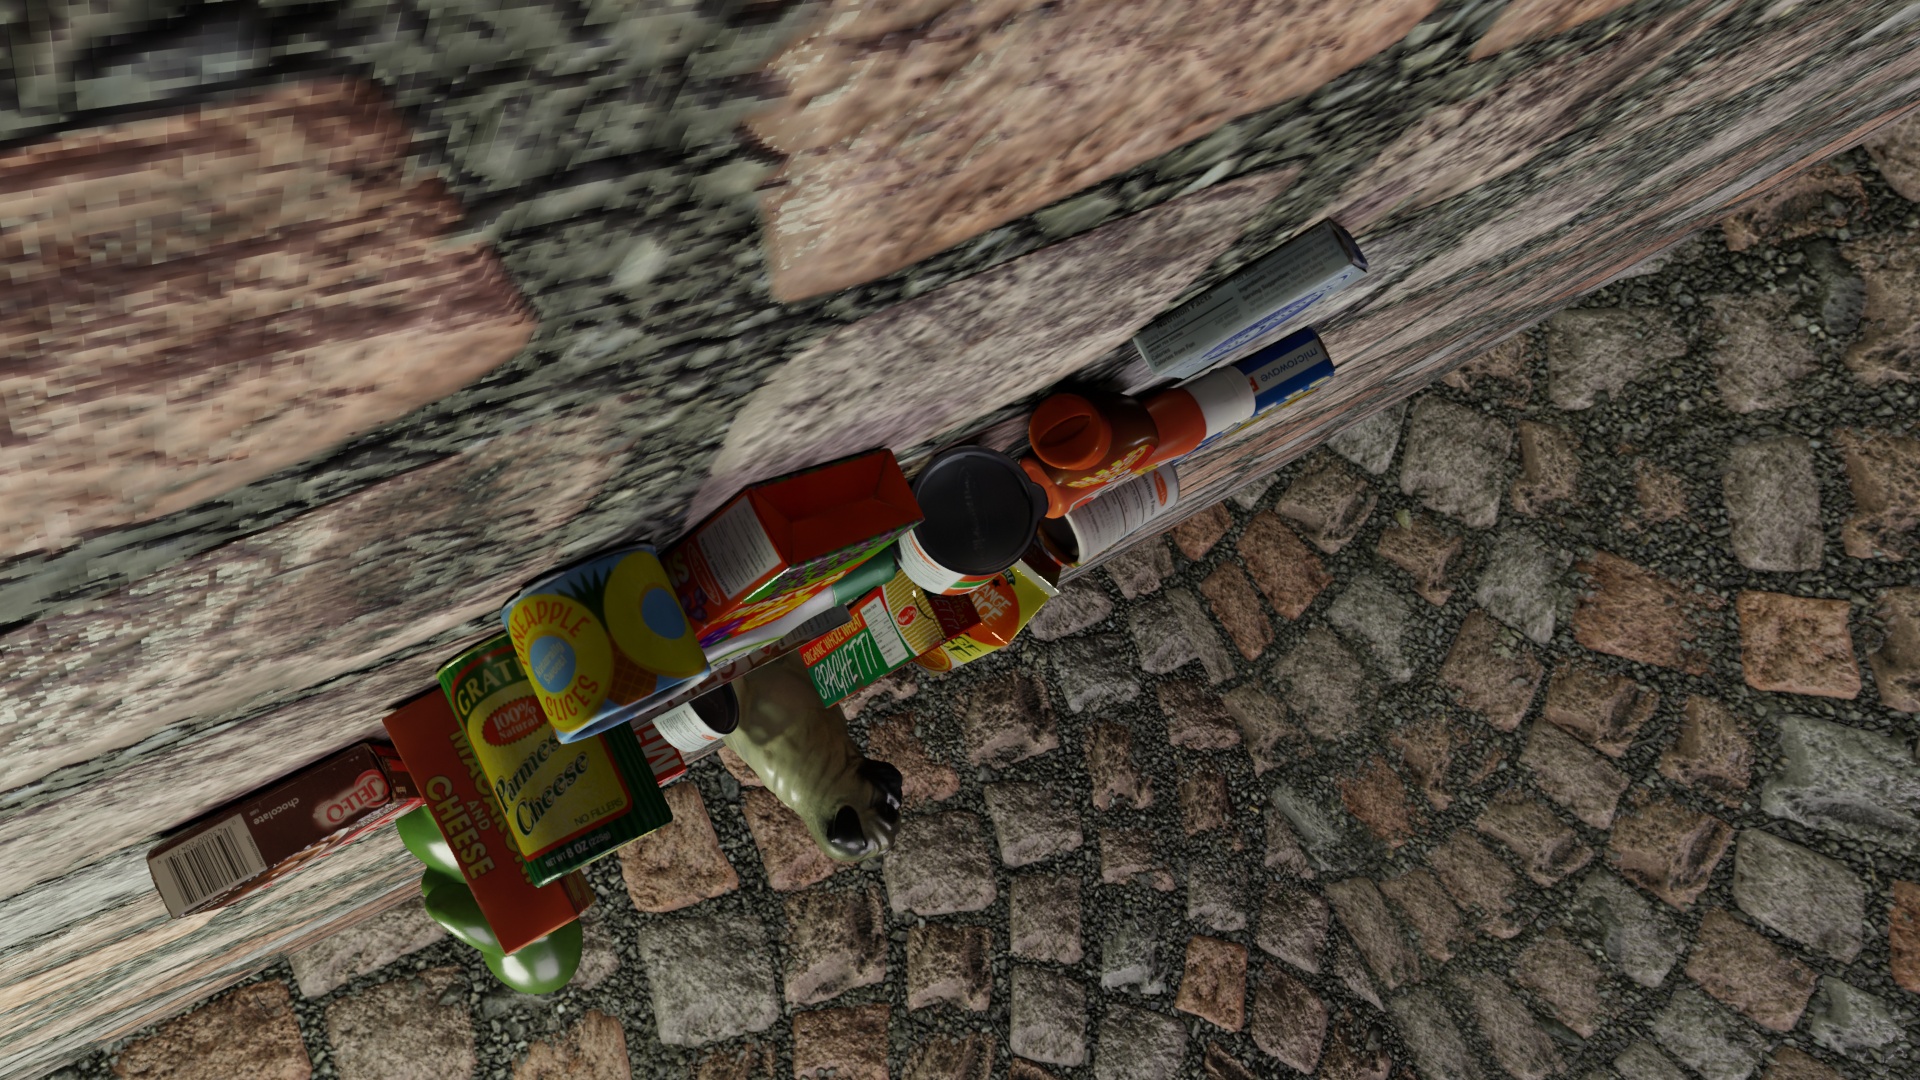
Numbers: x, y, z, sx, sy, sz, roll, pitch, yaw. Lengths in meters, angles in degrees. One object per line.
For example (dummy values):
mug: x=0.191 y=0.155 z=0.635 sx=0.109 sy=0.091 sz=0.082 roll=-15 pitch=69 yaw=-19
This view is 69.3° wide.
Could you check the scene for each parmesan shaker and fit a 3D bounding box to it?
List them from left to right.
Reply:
parmesan shaker: x=-0.175 y=0.090 z=0.611 sx=0.071 sy=0.103 sz=0.071 roll=-27 pitch=174 yaw=-3

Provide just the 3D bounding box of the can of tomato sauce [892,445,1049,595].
can of tomato sauce: x=0.003 y=-0.009 z=0.730 sx=0.071 sy=0.071 sz=0.083 roll=-26 pitch=175 yaw=-13

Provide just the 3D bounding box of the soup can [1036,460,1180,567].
soup can: x=0.091 y=-0.031 z=0.923 sx=0.084 sy=0.071 sz=0.071 roll=-31 pitch=176 yaw=-19

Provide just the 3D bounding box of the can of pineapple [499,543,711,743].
can of pineapple: x=-0.142 y=0.042 z=0.552 sx=0.071 sy=0.058 sz=0.071 roll=-27 pitch=174 yaw=-3

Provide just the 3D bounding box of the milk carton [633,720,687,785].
milk carton: x=-0.262 y=0.165 z=1.077 sx=0.074 sy=0.072 sz=0.190 roll=-25 pitch=175 yaw=-18

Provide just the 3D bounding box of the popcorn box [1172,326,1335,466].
popcorn box: x=0.192 y=-0.097 z=0.968 sx=0.127 sy=0.038 sz=0.085 roll=-28 pitch=176 yaw=4

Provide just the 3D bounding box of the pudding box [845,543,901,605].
pudding box: x=-0.055 y=0.016 z=0.880 sx=0.084 sy=0.030 sz=0.049 roll=-25 pitch=174 yaw=-23

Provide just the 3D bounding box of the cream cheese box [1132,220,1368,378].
cream cheese box: x=0.135 y=-0.109 z=0.642 sx=0.103 sy=0.024 sz=0.053 roll=-29 pitch=175 yaw=23

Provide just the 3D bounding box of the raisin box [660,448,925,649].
raisin box: x=-0.088 y=0.009 z=0.614 sx=0.123 sy=0.040 sz=0.086 roll=-34 pitch=173 yaw=42

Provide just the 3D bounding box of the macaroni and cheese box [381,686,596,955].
macaroni and cheese box: x=-0.232 y=0.140 z=0.701 sx=0.040 sy=0.124 sz=0.166 roll=-28 pitch=175 yaw=-17

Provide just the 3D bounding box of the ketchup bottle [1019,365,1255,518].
ketchup bottle: x=0.111 y=-0.064 z=0.861 sx=0.149 sy=0.043 sz=0.064 roll=-26 pitch=-176 yaw=-13

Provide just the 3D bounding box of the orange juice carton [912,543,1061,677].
orange juice carton: x=0.005 y=0.034 z=0.971 sx=0.073 sy=0.072 sz=0.192 roll=-53 pitch=-172 yaw=-24

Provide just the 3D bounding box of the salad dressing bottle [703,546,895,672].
salad dressing bottle: x=-0.106 y=0.034 z=0.729 sx=0.148 sy=0.044 sz=0.064 roll=-25 pitch=-178 yaw=-19

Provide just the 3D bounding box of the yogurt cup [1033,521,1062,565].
yogurt cup: x=0.065 y=-0.017 z=0.982 sx=0.054 sy=0.072 sz=0.072 roll=-34 pitch=176 yaw=-11

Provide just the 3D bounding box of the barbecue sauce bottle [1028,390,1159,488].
barbecue sauce bottle: x=0.067 y=-0.054 z=0.737 sx=0.065 sy=0.043 sz=0.148 roll=-28 pitch=174 yaw=12

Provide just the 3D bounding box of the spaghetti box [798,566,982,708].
spaghetti box: x=-0.053 y=0.061 z=0.886 sx=0.029 sy=0.050 sz=0.249 roll=-24 pitch=174 yaw=-26

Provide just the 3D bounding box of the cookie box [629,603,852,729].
cookie box: x=-0.156 y=0.070 z=0.809 sx=0.168 sy=0.040 sz=0.122 roll=-26 pitch=180 yaw=-17

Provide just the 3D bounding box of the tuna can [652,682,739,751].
tuna can: x=-0.184 y=0.106 z=0.946 sx=0.033 sy=0.071 sz=0.071 roll=-28 pitch=174 yaw=16
